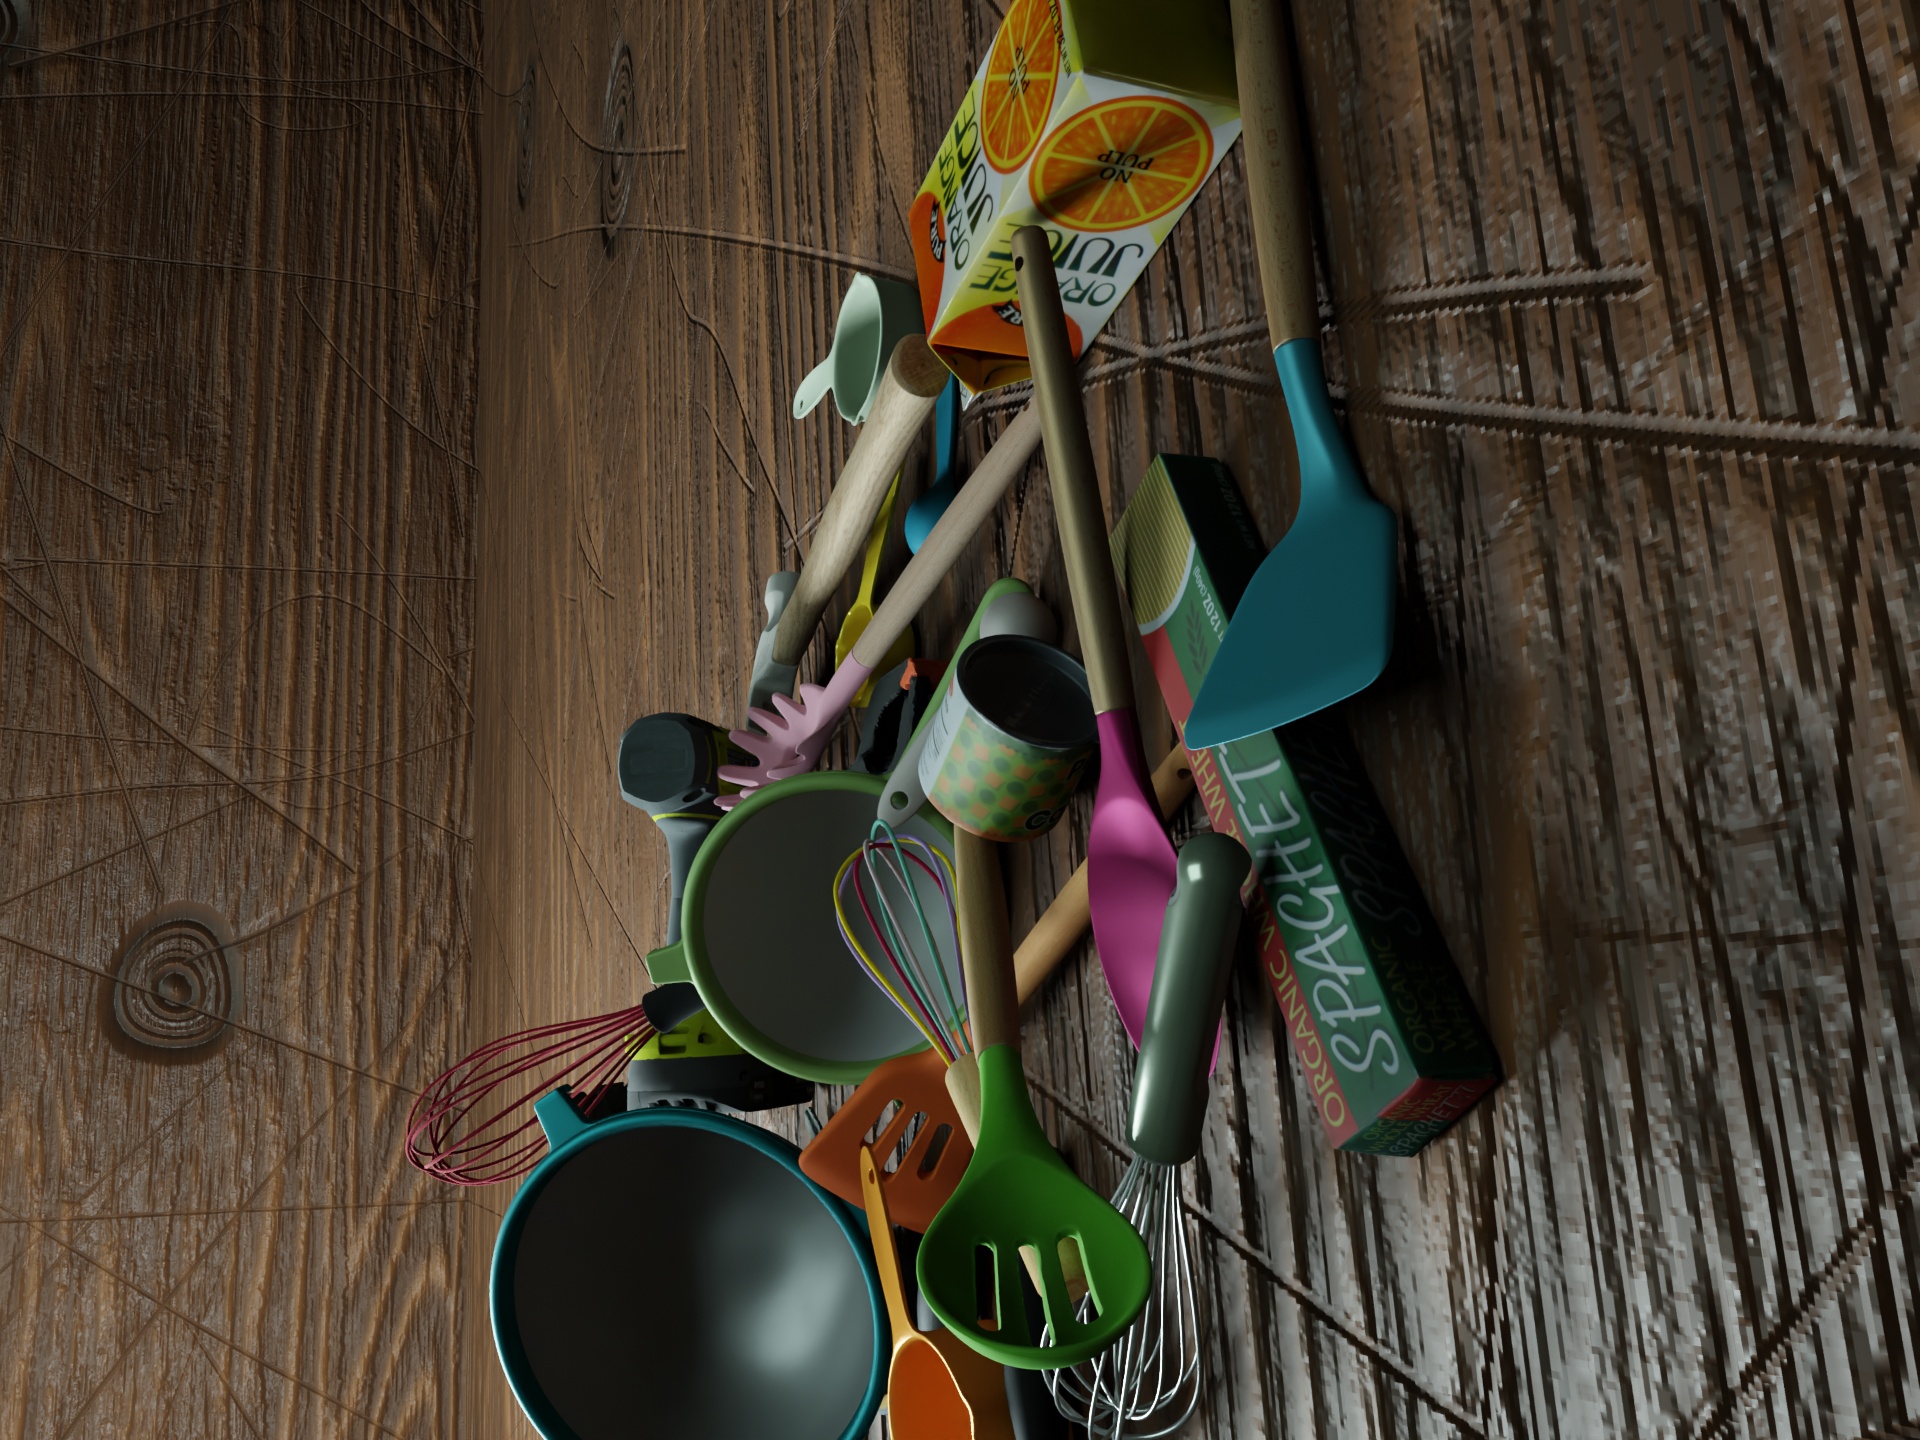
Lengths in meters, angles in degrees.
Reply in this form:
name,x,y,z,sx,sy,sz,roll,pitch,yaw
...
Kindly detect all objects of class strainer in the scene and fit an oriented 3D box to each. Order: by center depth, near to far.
name,x,y,z,sx,sy,sz,roll,pitch,yaw
strainer,-0.029,0.046,0.753,0.256,0.151,0.069,-63,0,10
strainer,-0.139,0.353,0.835,0.095,0.211,0.340,-27,-52,-76

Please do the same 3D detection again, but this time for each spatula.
name,x,y,z,sx,sy,sz,roll,pitch,yaw
spatula,0.101,-0.148,0.518,0.082,0.044,0.318,-25,63,52
spatula,0.023,0.116,0.666,0.322,0.081,0.041,-59,5,41

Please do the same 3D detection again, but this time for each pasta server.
name,x,y,z,sx,sy,sz,roll,pitch,yaw
pasta server,-0.042,-0.051,0.785,0.316,0.040,0.060,-51,29,40

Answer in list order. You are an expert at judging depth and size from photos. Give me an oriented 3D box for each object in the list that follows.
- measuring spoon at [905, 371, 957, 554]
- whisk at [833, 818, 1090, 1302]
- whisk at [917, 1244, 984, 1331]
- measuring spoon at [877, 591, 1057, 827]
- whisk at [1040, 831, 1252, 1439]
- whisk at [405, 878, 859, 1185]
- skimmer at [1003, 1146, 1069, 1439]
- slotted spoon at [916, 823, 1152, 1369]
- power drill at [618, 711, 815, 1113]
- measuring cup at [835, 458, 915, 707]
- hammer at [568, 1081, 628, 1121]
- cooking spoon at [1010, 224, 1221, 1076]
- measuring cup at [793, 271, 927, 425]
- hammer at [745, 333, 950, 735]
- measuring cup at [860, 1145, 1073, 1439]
name,x,y,z,sx,sy,sz,roll,pitch,yaw
measuring spoon,-0.016,-0.142,0.811,0.042,0.021,0.128,-179,91,-66
whisk,0.001,0.117,0.612,0.245,0.047,0.051,-121,41,-52
whisk,-0.016,0.369,0.729,0.070,0.070,0.284,-179,97,-67
measuring spoon,-0.001,-0.002,0.698,0.124,0.034,0.018,-55,-7,10
whisk,0.067,0.148,0.533,0.058,0.059,0.246,-51,-30,-63
whisk,-0.175,0.164,0.839,0.296,0.073,0.073,-33,46,13
skimmer,0.059,0.330,0.563,0.127,0.090,0.364,62,-156,-54
slotted spoon,0.014,0.105,0.575,0.314,0.070,0.031,-97,6,-59
power drill,-0.140,0.117,0.949,0.171,0.080,0.223,30,-125,-71
measuring cup,-0.035,-0.082,0.852,0.062,0.029,0.156,22,102,64
hammer,-0.139,0.347,0.982,0.337,0.127,0.034,50,132,44
cooking spoon,0.053,-0.028,0.579,0.069,0.017,0.319,-22,77,60
measuring cup,-0.056,-0.194,0.893,0.167,0.038,0.083,170,102,-68
hammer,-0.068,-0.090,0.847,0.331,0.031,0.130,127,153,-60
measuring cup,-0.001,0.264,0.688,0.095,0.052,0.174,119,142,-46
